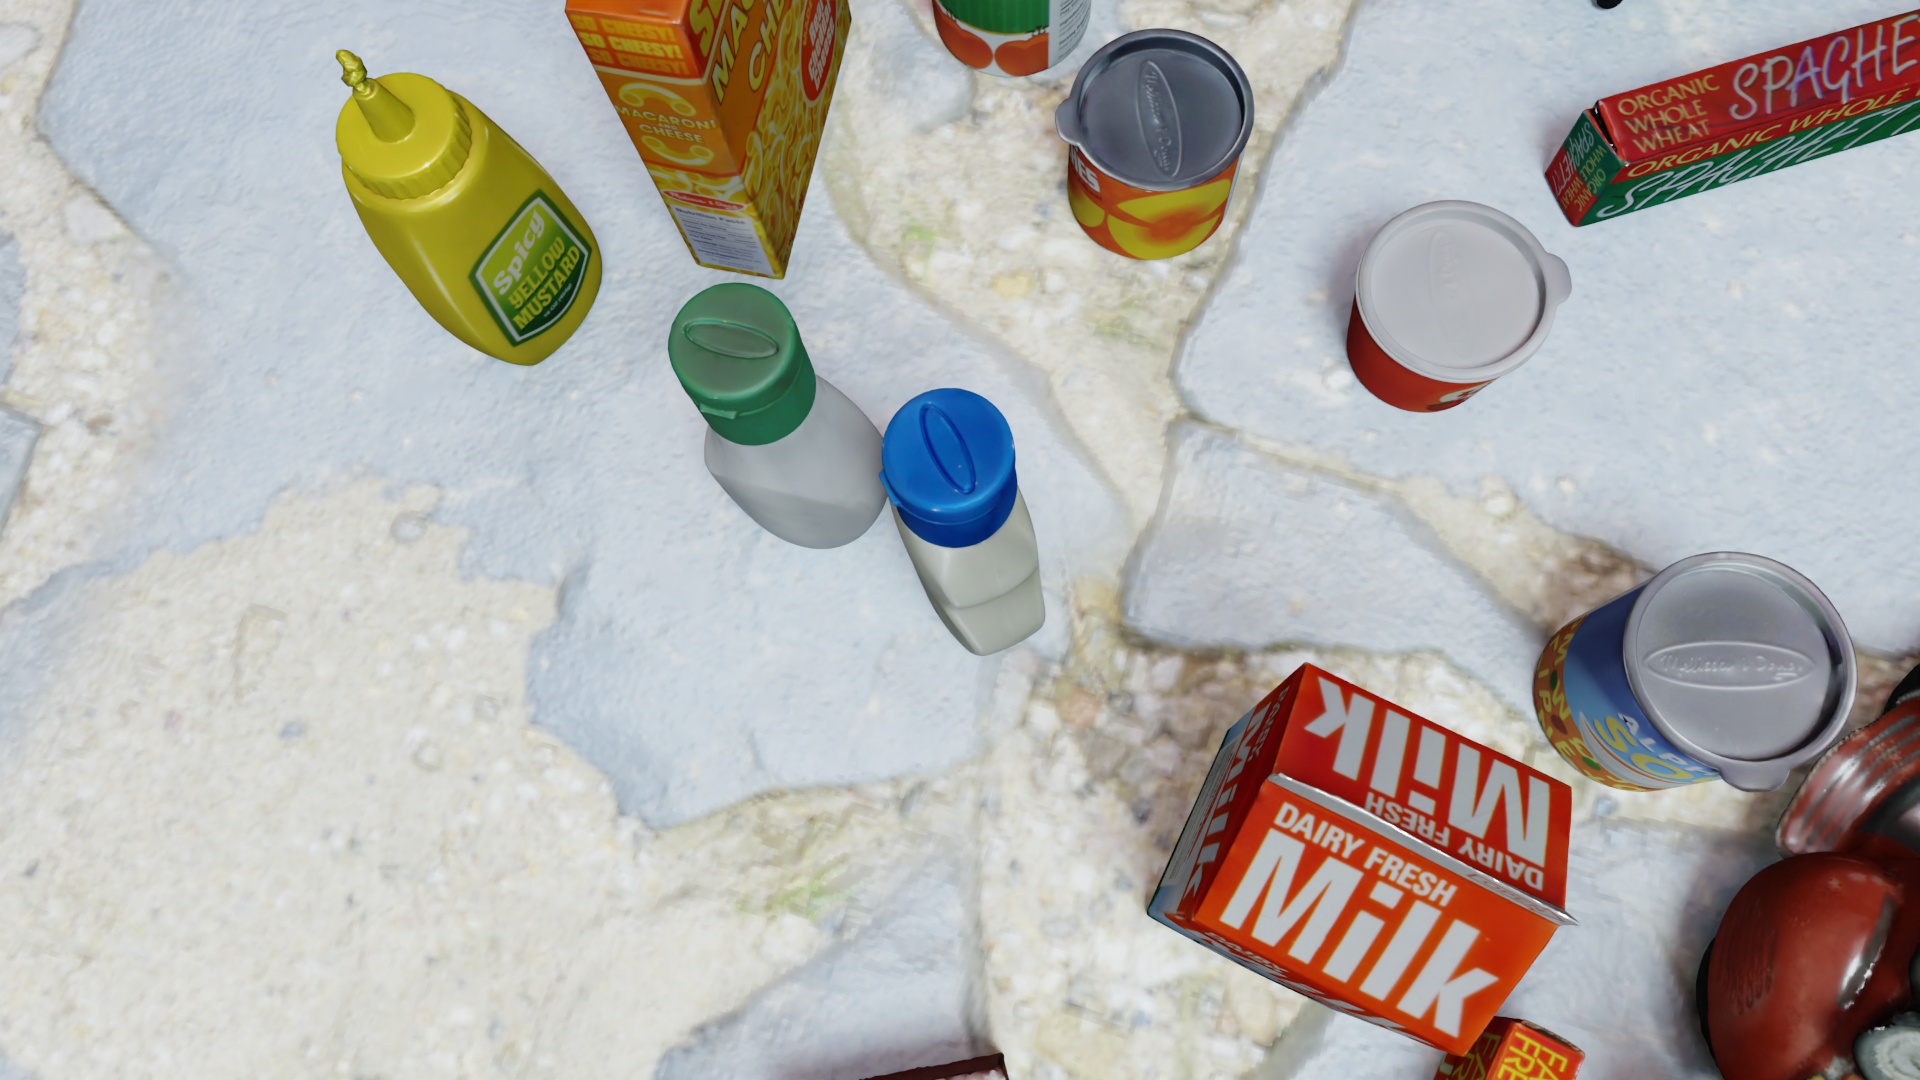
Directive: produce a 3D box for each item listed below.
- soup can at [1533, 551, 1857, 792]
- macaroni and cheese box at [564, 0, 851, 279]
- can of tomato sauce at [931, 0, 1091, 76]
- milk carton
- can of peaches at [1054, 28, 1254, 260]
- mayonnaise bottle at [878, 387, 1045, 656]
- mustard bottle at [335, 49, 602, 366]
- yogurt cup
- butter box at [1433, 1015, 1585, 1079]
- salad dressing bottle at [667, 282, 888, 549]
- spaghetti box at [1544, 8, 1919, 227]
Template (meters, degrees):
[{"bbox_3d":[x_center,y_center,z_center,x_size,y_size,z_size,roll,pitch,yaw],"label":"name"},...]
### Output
[{"bbox_3d":[0.231,0.048,0.445,0.071,0.083,0.071,-1,75,3],"label":"soup can"},{"bbox_3d":[-0.080,-0.184,0.485,0.040,0.166,0.124,10,76,6],"label":"macaroni and cheese box"},{"bbox_3d":[0.017,-0.231,0.536,0.071,0.083,0.071,-1,75,3],"label":"can of tomato sauce"},{"bbox_3d":[0.105,0.089,0.386,0.072,0.190,0.073,25,78,10],"label":"milk carton"},{"bbox_3d":[0.071,-0.147,0.522,0.071,0.058,0.071,-1,75,3],"label":"can of peaches"},{"bbox_3d":[0.002,-0.006,0.441,0.041,0.147,0.065,-26,75,-3],"label":"mayonnaise bottle"},{"bbox_3d":[-0.172,-0.114,0.475,0.049,0.160,0.065,31,79,11],"label":"mustard bottle"},{"bbox_3d":[0.172,-0.080,0.500,0.072,0.054,0.072,-1,75,3],"label":"yogurt cup"},{"bbox_3d":[0.152,0.196,0.425,0.024,0.053,0.104,27,78,10],"label":"butter box"},{"bbox_3d":[-0.058,-0.036,0.453,0.064,0.147,0.044,14,77,7],"label":"salad dressing bottle"},{"bbox_3d":[0.347,-0.172,0.517,0.250,0.050,0.029,-16,75,-1],"label":"spaghetti box"}]
